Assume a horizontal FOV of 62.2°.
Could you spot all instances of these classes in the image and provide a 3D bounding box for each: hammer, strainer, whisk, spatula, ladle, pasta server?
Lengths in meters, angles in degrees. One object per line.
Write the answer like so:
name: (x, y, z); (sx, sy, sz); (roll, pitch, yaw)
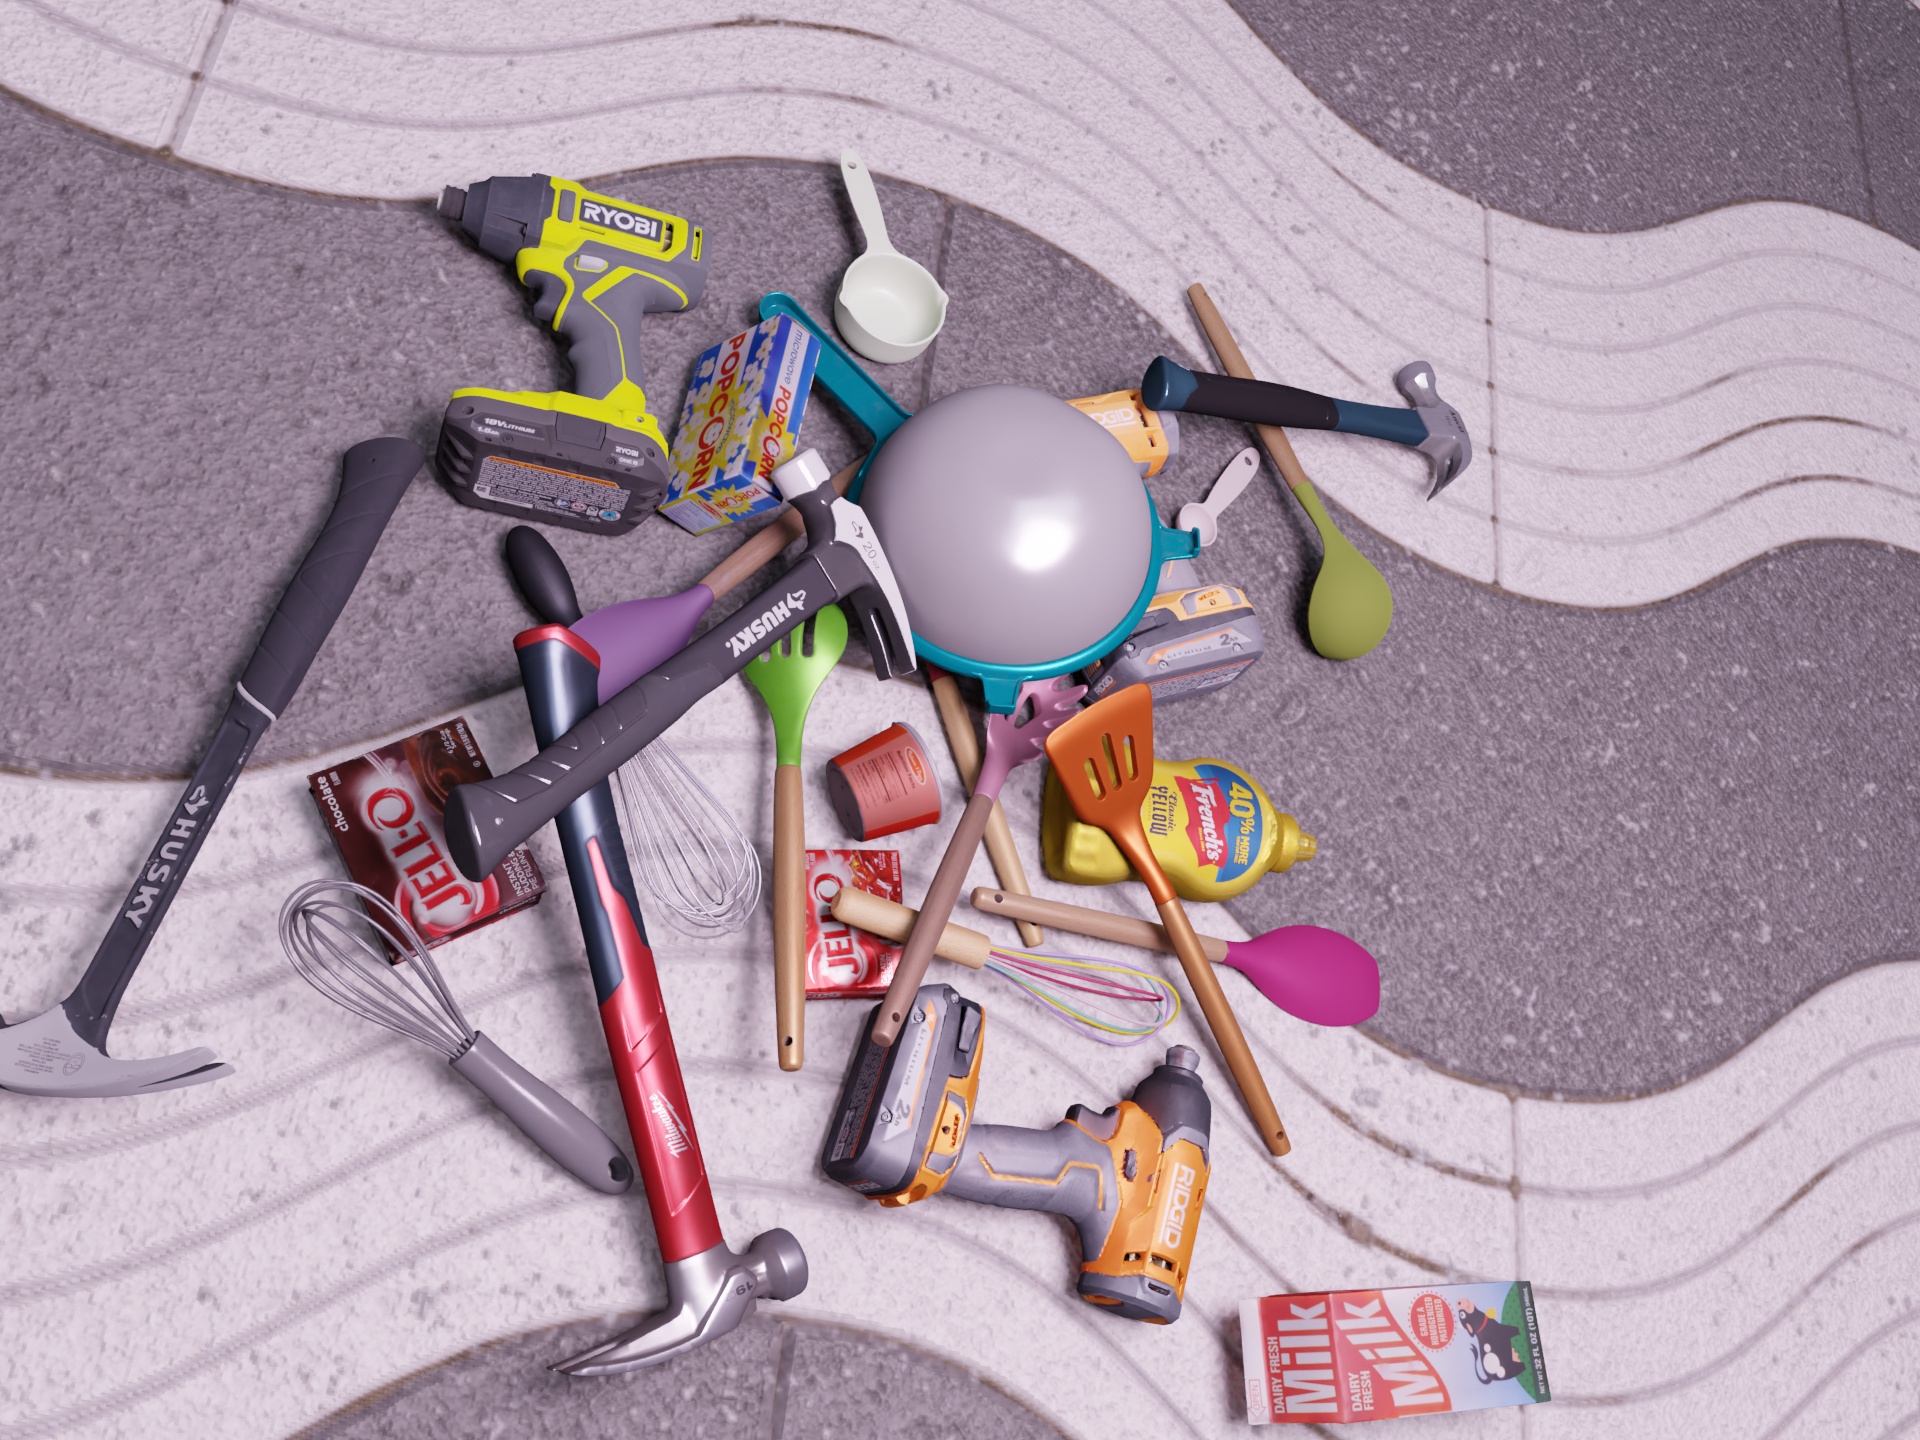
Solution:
hammer: (-0.148, -0.018, 0.877); (0.335, 0.035, 0.146); (-43, 109, -41)
strainer: (-0.011, -0.181, 1.016); (0.211, 0.095, 0.340); (-40, 77, -21)
hammer: (-0.192, 0.140, 0.843); (0.143, 0.038, 0.386); (-12, 85, -39)
hammer: (-0.380, 0.007, 0.847); (0.149, 0.036, 0.409); (9, 59, 11)
hammer: (0.266, -0.233, 1.195); (0.330, 0.033, 0.128); (0, 59, -35)
whisk: (0.033, 0.144, 0.968); (0.244, 0.047, 0.051); (23, 60, -23)
spatula: (0.142, 0.134, 0.995); (0.081, 0.041, 0.322); (-29, 98, -20)
whisk: (-0.199, 0.002, 0.937); (0.070, 0.070, 0.285); (-25, 77, -29)
ladle: (0.238, -0.193, 1.207); (0.078, 0.062, 0.320); (-9, 68, -41)
whisk: (-0.257, 0.170, 0.831); (0.238, 0.055, 0.055); (48, 59, -18)
ladle: (-0.002, -0.003, 1.039); (0.069, 0.031, 0.315); (-13, 77, -30)
spatula: (-0.144, -0.093, 0.988); (0.060, 0.018, 0.316); (46, 50, -2)
pasta server: (0.009, 0.065, 0.962); (0.060, 0.040, 0.316); (38, 45, -14)

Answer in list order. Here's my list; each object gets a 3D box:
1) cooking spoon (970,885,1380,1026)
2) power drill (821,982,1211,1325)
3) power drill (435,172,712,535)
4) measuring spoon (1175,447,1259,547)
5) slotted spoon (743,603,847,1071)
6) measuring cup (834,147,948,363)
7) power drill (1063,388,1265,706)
cooking spoon: (0.150, 0.147, 1.041); (0.318, 0.017, 0.069); (15, 65, -22)
power drill: (0.048, 0.238, 0.937); (0.226, 0.084, 0.164); (28, 61, -16)
power drill: (-0.252, -0.239, 0.999); (0.171, 0.080, 0.223); (11, 63, -20)
measuring spoon: (0.194, -0.169, 1.197); (0.034, 0.018, 0.124); (47, 53, -9)
slotted spoon: (-0.100, 0.052, 0.944); (0.070, 0.031, 0.314); (-7, 62, 8)
measuring cup: (-0.064, -0.330, 1.135); (0.083, 0.038, 0.168); (-8, 72, -26)
power drill: (0.091, -0.120, 1.096); (0.185, 0.084, 0.226); (-13, 72, -23)
